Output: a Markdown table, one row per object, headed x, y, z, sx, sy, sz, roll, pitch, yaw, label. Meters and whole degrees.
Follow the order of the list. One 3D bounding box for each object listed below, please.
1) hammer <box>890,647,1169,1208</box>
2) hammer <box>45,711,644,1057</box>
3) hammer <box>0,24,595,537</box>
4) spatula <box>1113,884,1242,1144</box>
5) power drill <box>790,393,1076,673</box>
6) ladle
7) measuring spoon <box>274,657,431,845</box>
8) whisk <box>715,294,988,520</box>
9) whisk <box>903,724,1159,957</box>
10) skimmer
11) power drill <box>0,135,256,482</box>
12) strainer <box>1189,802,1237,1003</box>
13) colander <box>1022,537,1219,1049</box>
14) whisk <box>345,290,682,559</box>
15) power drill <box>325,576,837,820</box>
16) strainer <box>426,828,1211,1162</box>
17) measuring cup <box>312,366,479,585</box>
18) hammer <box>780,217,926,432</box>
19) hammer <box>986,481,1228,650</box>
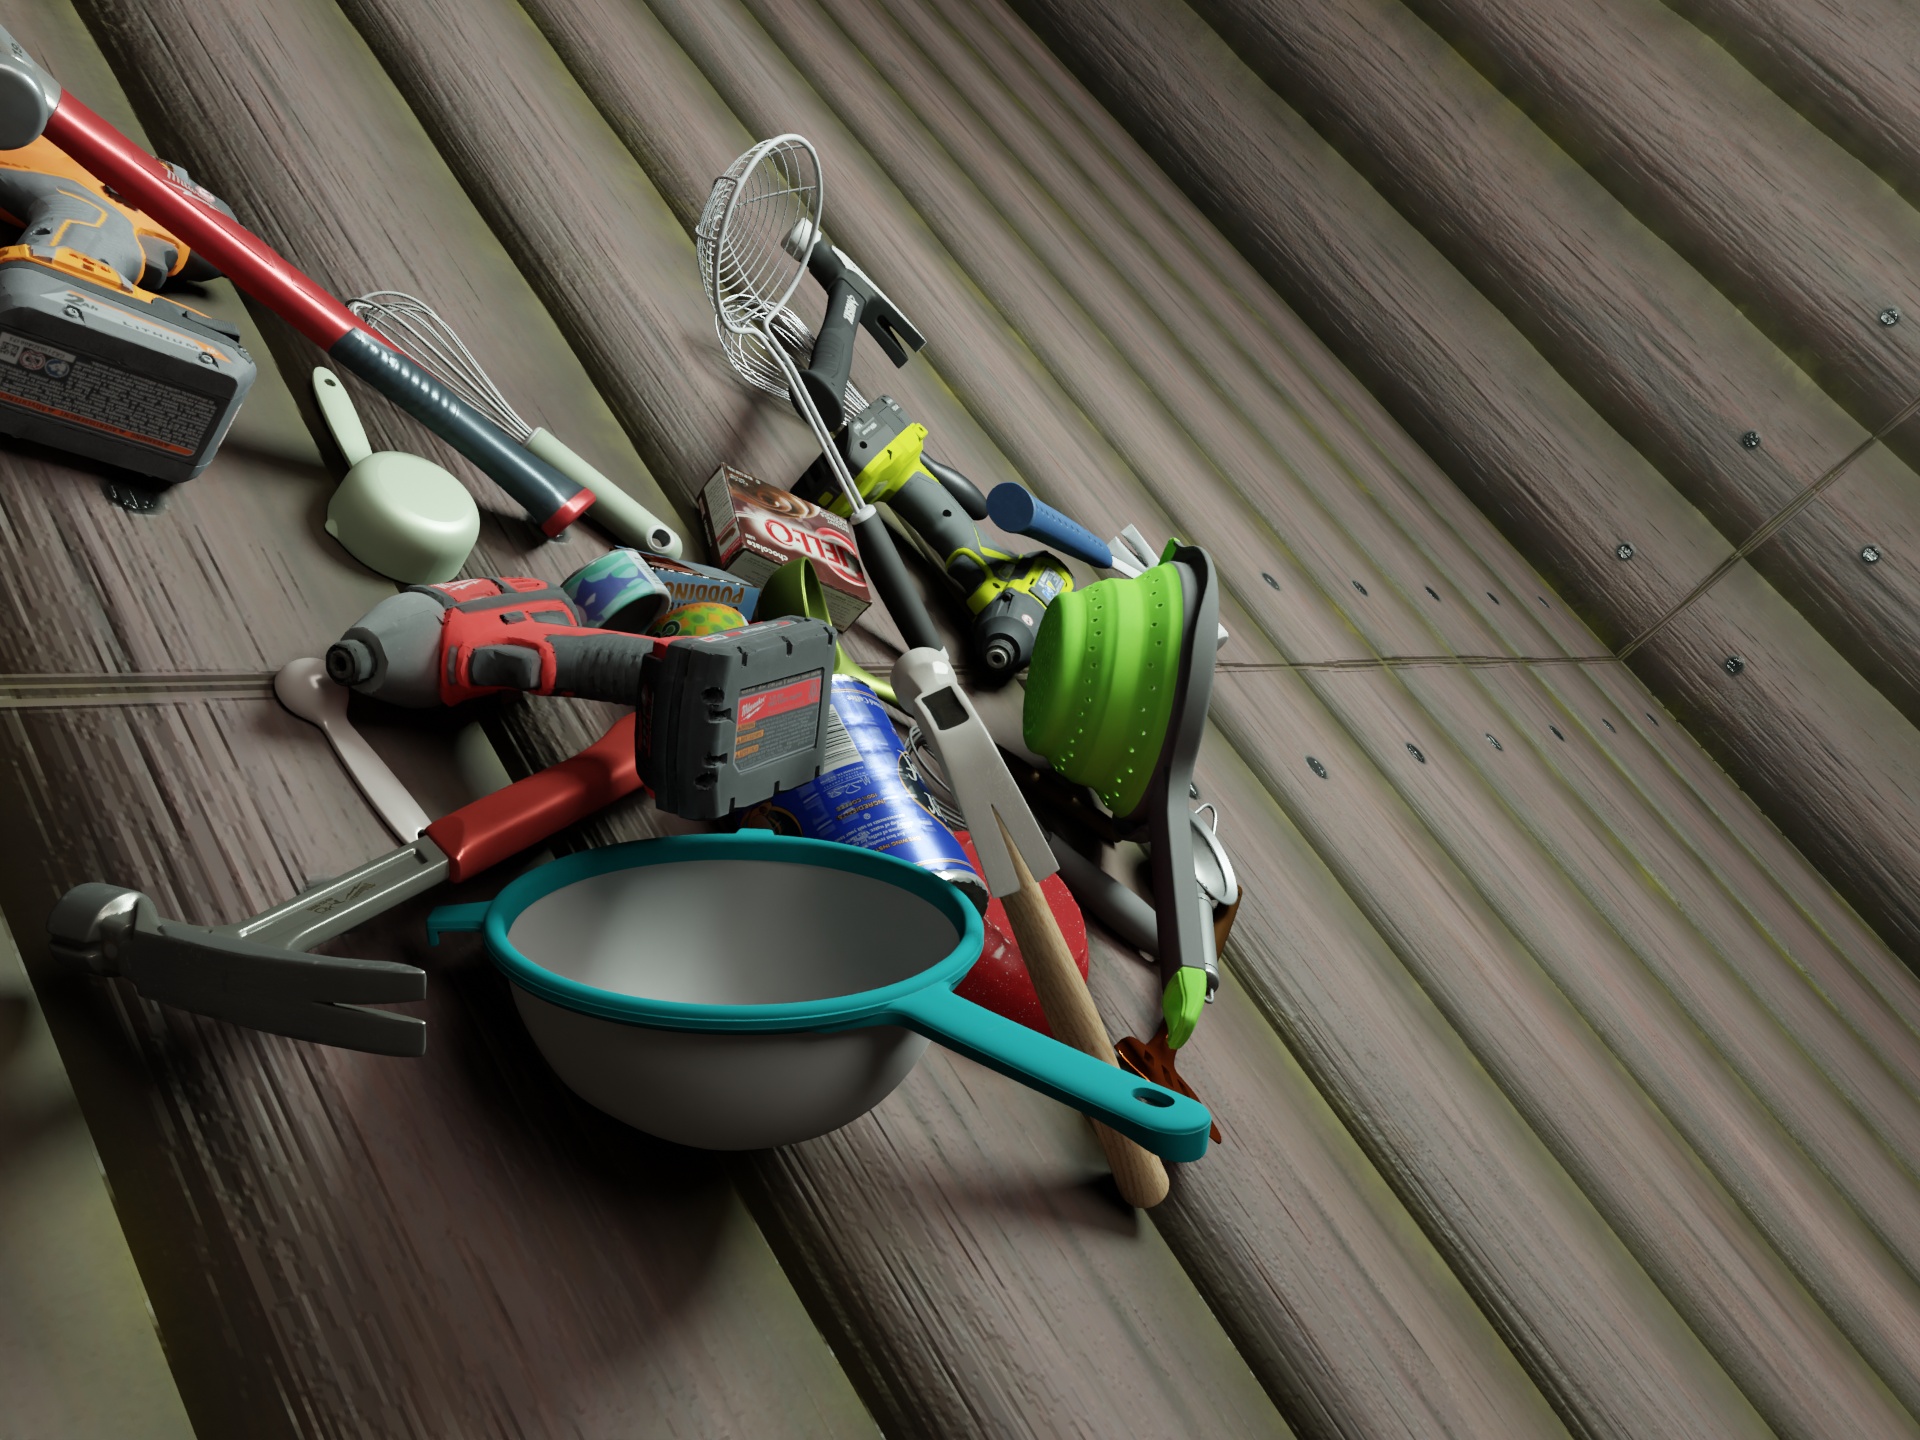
| x | y | z | sx | sy | sz | roll | pitch | yaw | label |
| --- | --- | --- | --- | --- | --- | --- | --- | --- | --- |
| 0.047 | 0.125 | 0.785 | 0.130 | 0.031 | 0.331 | -120 | -173 | -60 | hammer |
| -0.197 | 0.049 | 0.696 | 0.149 | 0.036 | 0.359 | 9 | 15 | 15 | hammer |
| -0.337 | -0.218 | 0.827 | 0.385 | 0.038 | 0.143 | 41 | 11 | -48 | hammer |
| 0.157 | 0.173 | 1.037 | 0.081 | 0.041 | 0.323 | 42 | 27 | 2 | spatula |
| -0.014 | -0.135 | 1.214 | 0.223 | 0.080 | 0.171 | 43 | 27 | -6 | power drill |
| -0.002 | -0.003 | 1.068 | 0.320 | 0.062 | 0.078 | 32 | 28 | -23 | ladle |
| -0.273 | 0.016 | 0.737 | 0.124 | 0.018 | 0.034 | 50 | 29 | 11 | measuring spoon |
| -0.085 | -0.250 | 1.309 | 0.284 | 0.070 | 0.070 | 36 | 28 | -23 | whisk |
| 0.054 | 0.083 | 1.028 | 0.238 | 0.055 | 0.055 | 39 | 28 | -15 | whisk |
| -0.070 | -0.198 | 1.057 | 0.127 | 0.090 | 0.363 | -49 | 119 | -49 | skimmer |
| -0.427 | -0.224 | 0.814 | 0.164 | 0.084 | 0.227 | 16 | 34 | -43 | power drill |
| 0.157 | 0.122 | 1.072 | 0.087 | 0.050 | 0.258 | 48 | 18 | -11 | strainer |
| 0.095 | 0.031 | 1.010 | 0.094 | 0.204 | 0.398 | 10 | 43 | -7 | colander |
| -0.273 | -0.176 | 0.981 | 0.246 | 0.059 | 0.058 | 39 | 65 | -15 | whisk |
| -0.181 | -0.022 | 0.754 | 0.220 | 0.078 | 0.143 | 13 | 15 | 24 | power drill |
| -0.049 | 0.138 | 0.651 | 0.341 | 0.095 | 0.211 | 16 | 19 | 38 | strainer |
| -0.321 | -0.148 | 0.880 | 0.083 | 0.038 | 0.168 | 0 | 51 | -51 | measuring cup |
| -0.093 | -0.295 | 1.246 | 0.146 | 0.035 | 0.335 | 41 | 22 | -21 | hammer |
| 0.117 | -0.140 | 1.333 | 0.144 | 0.035 | 0.405 | 52 | 16 | 20 | hammer |
